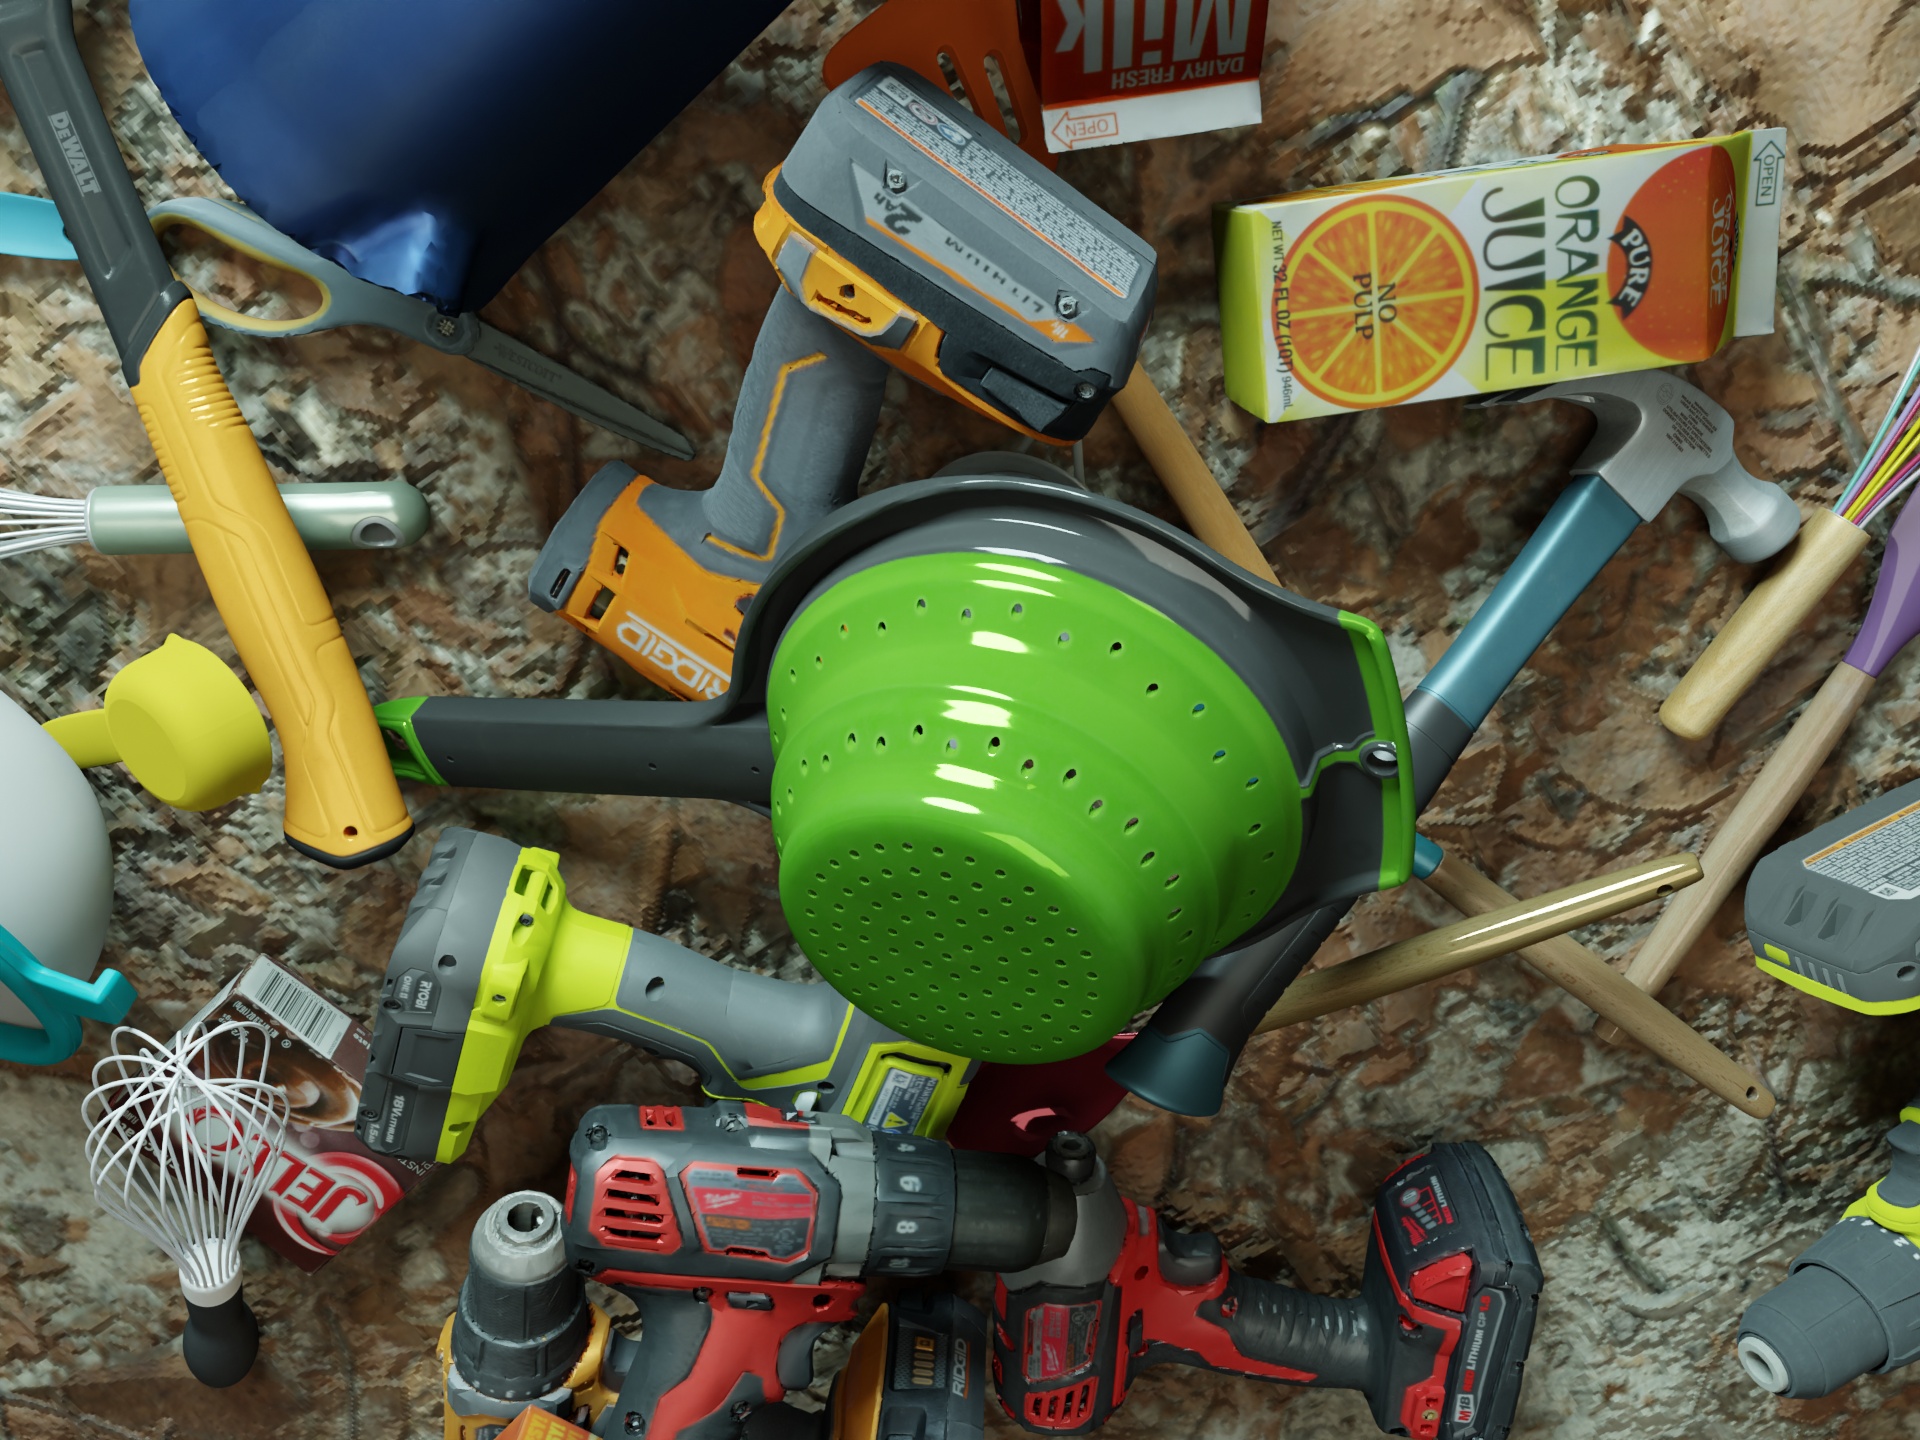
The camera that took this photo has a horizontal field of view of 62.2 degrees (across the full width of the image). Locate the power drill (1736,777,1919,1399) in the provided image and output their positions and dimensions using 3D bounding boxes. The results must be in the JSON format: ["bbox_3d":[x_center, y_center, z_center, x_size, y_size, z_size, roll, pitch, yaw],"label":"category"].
[{"bbox_3d":[0.389,0.156,0.646,0.190,0.080,0.228,-21,110,-16],"label":"power drill"}]

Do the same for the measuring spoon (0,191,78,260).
[{"bbox_3d":[-0.359,-0.177,0.551,0.128,0.021,0.042,5,108,-14],"label":"measuring spoon"}]

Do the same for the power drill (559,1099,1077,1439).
[{"bbox_3d":[-0.059,0.255,0.580,0.188,0.080,0.227,8,87,-12],"label":"power drill"}]

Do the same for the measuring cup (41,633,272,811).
[{"bbox_3d":[-0.303,0.009,0.566,0.156,0.029,0.062,-7,112,36],"label":"measuring cup"}]

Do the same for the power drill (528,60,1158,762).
[{"bbox_3d":[-0.032,-0.077,0.533,0.164,0.084,0.226,34,126,-8],"label":"power drill"}]

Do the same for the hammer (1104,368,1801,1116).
[{"bbox_3d":[0.169,0.009,0.580,0.128,0.033,0.331,40,86,-17],"label":"hammer"}]

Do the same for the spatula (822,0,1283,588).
[{"bbox_3d":[0.068,-0.110,0.566,0.081,0.041,0.322,-36,100,-9],"label":"spatula"}]

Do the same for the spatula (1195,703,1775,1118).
[{"bbox_3d":[0.213,0.074,0.639,0.317,0.044,0.082,35,84,-8],"label":"spatula"}]

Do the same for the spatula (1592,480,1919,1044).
[{"bbox_3d":[0.350,0.003,0.643,0.059,0.018,0.316,25,105,-13],"label":"spatula"}]

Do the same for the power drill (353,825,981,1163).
[{"bbox_3d":[-0.112,0.136,0.632,0.223,0.080,0.171,16,122,-11],"label":"power drill"}]

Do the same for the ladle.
[{"bbox_3d":[0.134,0.112,0.633,0.315,0.031,0.069,-23,127,19],"label":"ladle"}]

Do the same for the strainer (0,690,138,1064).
[{"bbox_3d":[-0.418,-0.016,0.527,0.211,0.095,0.340,-16,127,44],"label":"strainer"}]

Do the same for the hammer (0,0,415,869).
[{"bbox_3d":[-0.253,-0.108,0.537,0.127,0.034,0.336,-18,105,-4],"label":"hammer"}]

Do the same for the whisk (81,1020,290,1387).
[{"bbox_3d":[-0.290,0.199,0.613,0.070,0.070,0.284,15,136,-8],"label":"whisk"}]

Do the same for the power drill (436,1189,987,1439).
[{"bbox_3d":[-0.105,0.276,0.667,0.226,0.084,0.185,9,125,-4],"label":"power drill"}]

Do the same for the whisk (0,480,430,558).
[{"bbox_3d":[-0.318,-0.072,0.574,0.246,0.059,0.057,-2,146,-6],"label":"whisk"}]

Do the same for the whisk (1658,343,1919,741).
[{"bbox_3d":[0.351,-0.092,0.601,0.051,0.047,0.245,32,109,-1],"label":"whisk"}]

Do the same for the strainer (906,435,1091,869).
[{"bbox_3d":[-0.001,-0.002,0.614,0.087,0.050,0.258,26,113,10],"label":"strainer"}]

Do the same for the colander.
[{"bbox_3d":[-0.063,0.035,0.515,0.397,0.095,0.204,1,131,25],"label":"colander"}]

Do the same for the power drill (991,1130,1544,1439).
[{"bbox_3d":[0.124,0.240,0.683,0.219,0.079,0.143,1,114,1],"label":"power drill"}]
